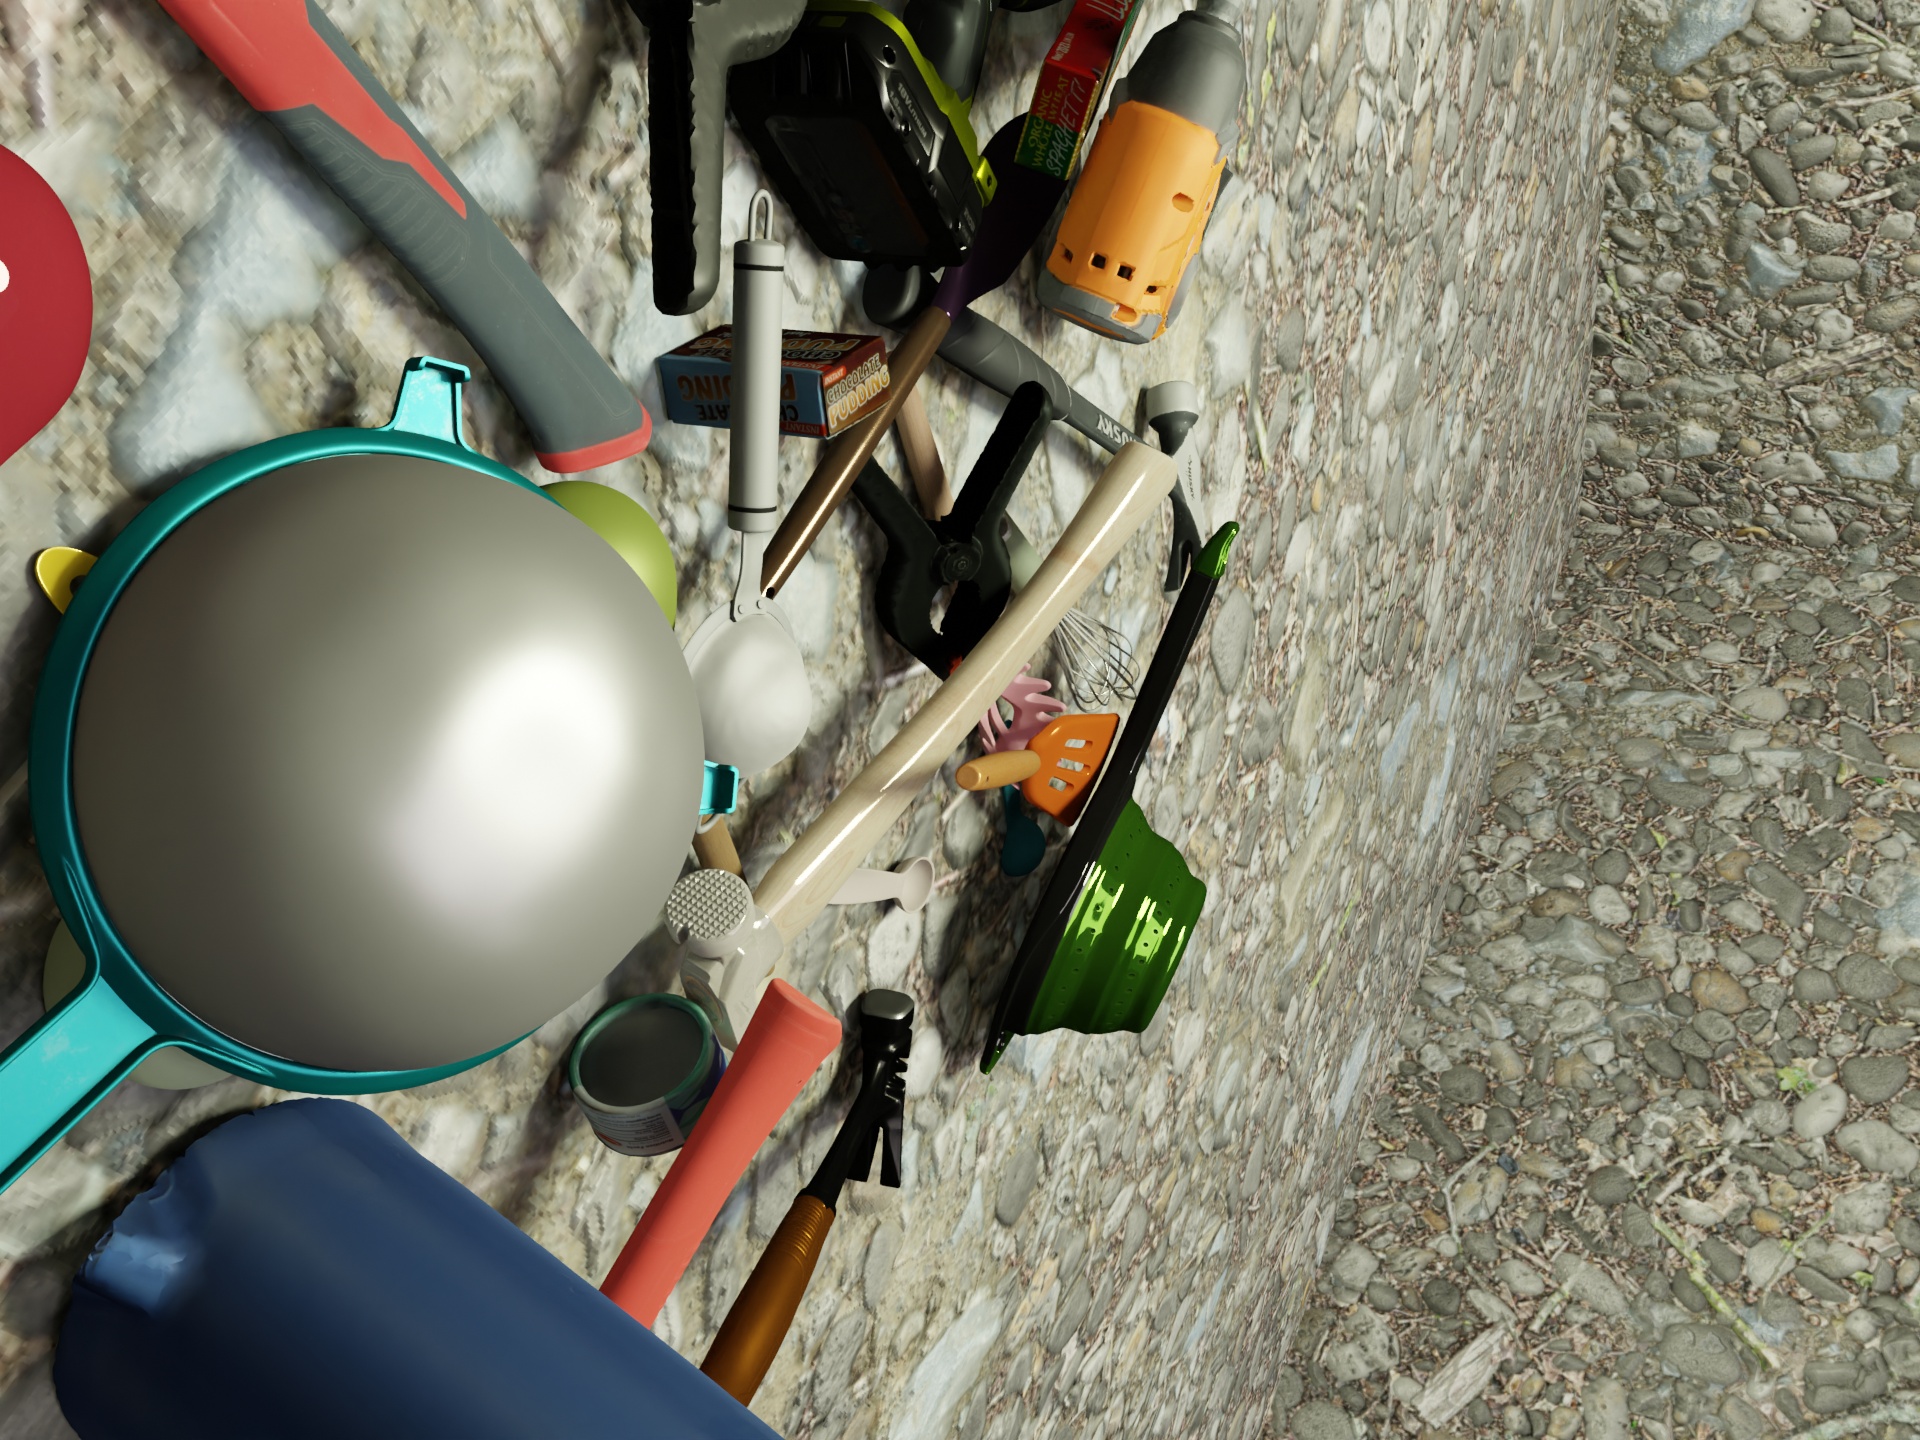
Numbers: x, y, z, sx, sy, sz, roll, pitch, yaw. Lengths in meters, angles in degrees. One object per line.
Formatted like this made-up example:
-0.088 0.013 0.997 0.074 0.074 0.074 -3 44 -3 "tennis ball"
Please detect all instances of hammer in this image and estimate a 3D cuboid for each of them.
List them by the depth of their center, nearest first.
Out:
-0.189 -0.206 0.455 0.143 0.038 0.385 -68 153 -18 "hammer"
-0.159 0.269 0.656 0.359 0.037 0.149 -60 154 0 "hammer"
-0.081 0.264 0.799 0.337 0.034 0.127 -53 150 -69 "hammer"
-0.001 -0.003 0.825 0.411 0.038 0.146 -50 155 -30 "hammer"
0.062 -0.180 0.930 0.408 0.036 0.149 13 69 -60 "hammer"

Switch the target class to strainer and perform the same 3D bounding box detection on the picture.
-0.185 0.053 0.444 0.340 0.095 0.210 -51 124 -35 "strainer"
-0.081 -0.071 0.618 0.087 0.050 0.258 -24 123 -56 "strainer"

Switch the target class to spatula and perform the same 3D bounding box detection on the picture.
-0.023 -0.172 0.741 0.316 0.018 0.059 -61 140 -24 "spatula"
0.043 0.028 0.888 0.081 0.041 0.322 -67 170 5 "spatula"

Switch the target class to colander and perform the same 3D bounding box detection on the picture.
0.132 0.068 1.042 0.204 0.094 0.397 -33 146 -72 "colander"

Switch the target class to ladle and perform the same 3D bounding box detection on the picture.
-0.281 0.006 0.393 0.069 0.031 0.315 22 85 -64 "ladle"
-0.128 0.024 0.697 0.078 0.062 0.319 -55 154 -30 "ladle"

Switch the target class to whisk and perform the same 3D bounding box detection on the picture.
0.058 -0.070 1.000 0.058 0.059 0.246 -53 145 -7 "whisk"

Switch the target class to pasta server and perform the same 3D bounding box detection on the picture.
0.007 -0.075 0.903 0.060 0.040 0.315 -45 141 -23 "pasta server"

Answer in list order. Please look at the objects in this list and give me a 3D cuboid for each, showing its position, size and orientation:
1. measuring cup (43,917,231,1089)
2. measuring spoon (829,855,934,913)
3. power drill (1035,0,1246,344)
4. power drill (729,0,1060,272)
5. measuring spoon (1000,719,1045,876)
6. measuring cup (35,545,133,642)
-0.219 0.086 0.536 0.167 0.038 0.083 24 81 -61 "measuring cup"
-0.055 0.091 0.895 0.124 0.018 0.034 9 95 -57 "measuring spoon"
0.098 -0.277 0.822 0.226 0.084 0.164 -68 -179 -78 "power drill"
-0.016 -0.329 0.698 0.171 0.080 0.223 49 55 -60 "power drill"
0.042 0.053 1.050 0.042 0.021 0.128 -50 145 -42 "measuring spoon"
-0.230 -0.002 0.501 0.156 0.029 0.062 53 54 -43 "measuring cup"
